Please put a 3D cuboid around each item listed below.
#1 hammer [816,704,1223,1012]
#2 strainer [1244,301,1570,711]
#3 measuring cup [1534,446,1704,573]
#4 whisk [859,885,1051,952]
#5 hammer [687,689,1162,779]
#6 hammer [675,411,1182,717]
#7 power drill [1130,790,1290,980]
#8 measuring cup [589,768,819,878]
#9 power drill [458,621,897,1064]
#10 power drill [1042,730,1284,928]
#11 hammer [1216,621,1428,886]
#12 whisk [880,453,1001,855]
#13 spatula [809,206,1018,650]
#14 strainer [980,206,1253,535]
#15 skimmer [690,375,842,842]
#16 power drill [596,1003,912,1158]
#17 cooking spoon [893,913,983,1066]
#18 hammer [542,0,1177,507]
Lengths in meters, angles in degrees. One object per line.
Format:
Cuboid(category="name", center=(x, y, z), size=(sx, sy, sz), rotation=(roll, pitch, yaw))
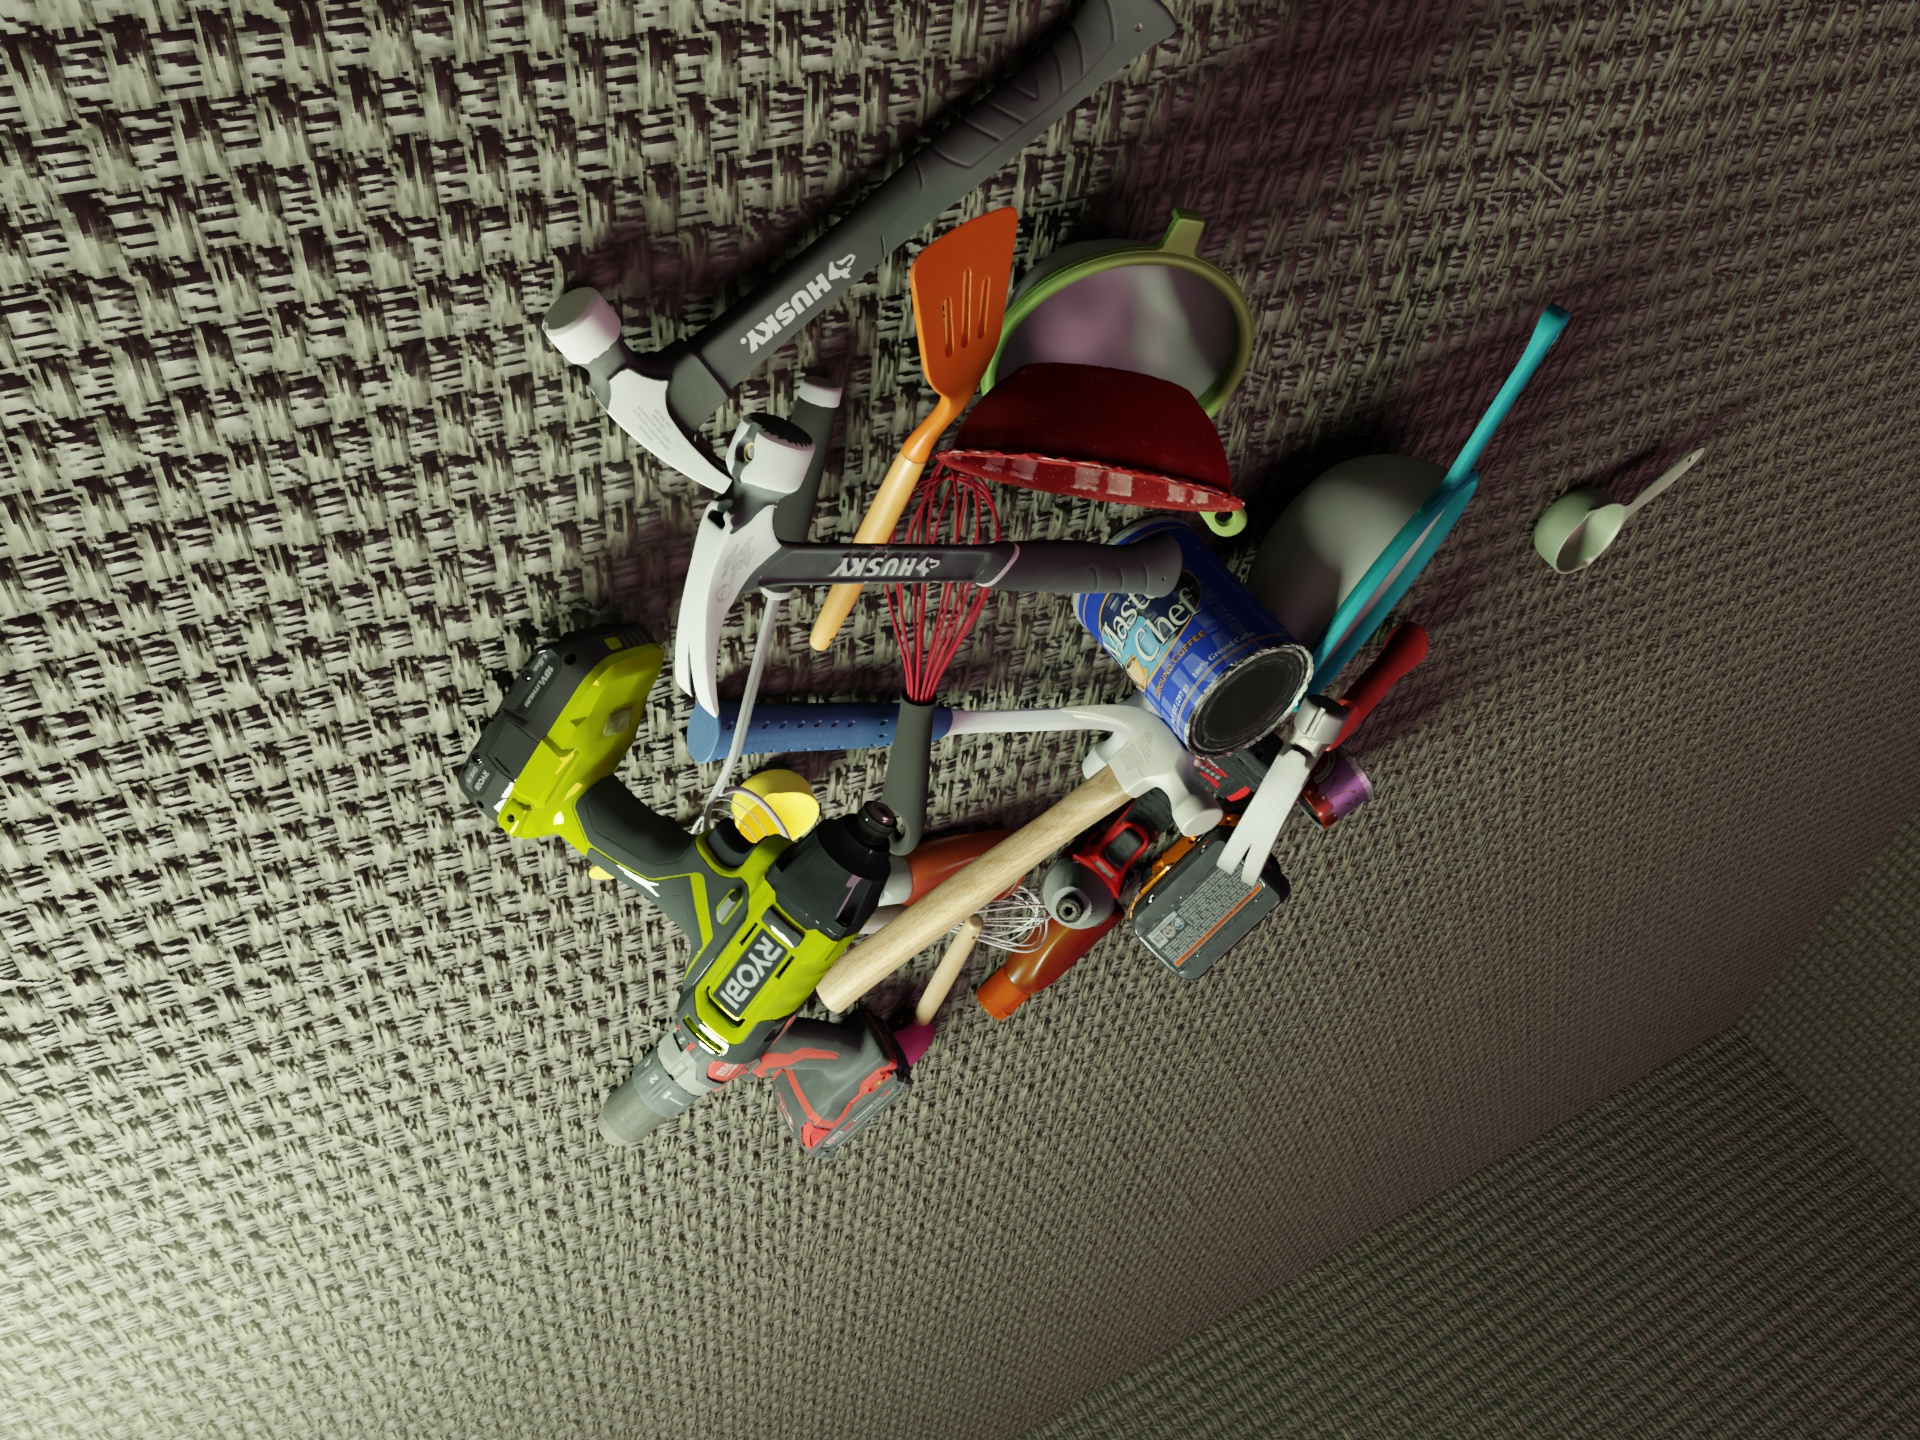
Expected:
Cuboid(category="hammer", center=(0.024, 0.105, 1.136), size=(0.331, 0.130, 0.031), rotation=(-37, 147, 17))
Cuboid(category="strainer", center=(0.289, -0.159, 1.100), size=(0.211, 0.095, 0.340), rotation=(-36, 159, -45))
Cuboid(category="measuring cup", center=(0.570, -0.195, 1.383), size=(0.167, 0.038, 0.083), rotation=(-37, 146, -3))
Cuboid(category="whisk", center=(-0.020, 0.159, 1.276), size=(0.246, 0.059, 0.058), rotation=(5, 156, -40))
Cuboid(category="hammer", center=(-0.002, -0.004, 1.103), size=(0.405, 0.035, 0.144), rotation=(-2, 133, -40))
Cuboid(category="hammer", center=(0.007, -0.082, 0.882), size=(0.408, 0.036, 0.149), rotation=(-6, 128, -51))
Cuboid(category="power drill", center=(0.221, 0.120, 1.342), size=(0.164, 0.084, 0.226), rotation=(-46, 179, 13))
Cuboid(category="measuring cup", center=(-0.172, 0.071, 1.059), size=(0.156, 0.029, 0.062), rotation=(-17, 143, -8))
Cuboid(category="power drill", center=(-0.149, 0.055, 0.865), size=(0.171, 0.223, 0.080), rotation=(-53, 170, 22))
Cuboid(category="power drill", center=(0.151, 0.077, 1.260), size=(0.219, 0.078, 0.143), rotation=(-47, 177, 17))
Cuboid(category="hammer", center=(0.299, 0.000, 1.235), size=(0.359, 0.037, 0.149), rotation=(-33, 150, -56))
Cuboid(category="whisk", center=(-0.023, -0.031, 0.989), size=(0.073, 0.073, 0.295), rotation=(-14, 131, -30))
Cuboid(category="spatula", center=(-0.039, -0.137, 0.867), size=(0.081, 0.041, 0.322), rotation=(-39, 170, -37))
Cuboid(category="strainer", center=(0.107, -0.195, 0.920), size=(0.151, 0.069, 0.256), rotation=(-26, 144, 19))
Cuboid(category="skimmer", center=(-0.091, -0.013, 0.917), size=(0.127, 0.090, 0.363), rotation=(-68, 175, -65))
Cuboid(category="power drill", center=(-0.163, 0.286, 1.273), size=(0.188, 0.080, 0.226), rotation=(-42, 143, 8))
Cuboid(category="cooking spoon", center=(-0.027, 0.242, 1.345), size=(0.068, 0.017, 0.318), rotation=(-15, 152, -25))
Cuboid(category="hammer", center=(-0.031, -0.243, 0.778), size=(0.335, 0.035, 0.146), rotation=(-39, 135, 0))
